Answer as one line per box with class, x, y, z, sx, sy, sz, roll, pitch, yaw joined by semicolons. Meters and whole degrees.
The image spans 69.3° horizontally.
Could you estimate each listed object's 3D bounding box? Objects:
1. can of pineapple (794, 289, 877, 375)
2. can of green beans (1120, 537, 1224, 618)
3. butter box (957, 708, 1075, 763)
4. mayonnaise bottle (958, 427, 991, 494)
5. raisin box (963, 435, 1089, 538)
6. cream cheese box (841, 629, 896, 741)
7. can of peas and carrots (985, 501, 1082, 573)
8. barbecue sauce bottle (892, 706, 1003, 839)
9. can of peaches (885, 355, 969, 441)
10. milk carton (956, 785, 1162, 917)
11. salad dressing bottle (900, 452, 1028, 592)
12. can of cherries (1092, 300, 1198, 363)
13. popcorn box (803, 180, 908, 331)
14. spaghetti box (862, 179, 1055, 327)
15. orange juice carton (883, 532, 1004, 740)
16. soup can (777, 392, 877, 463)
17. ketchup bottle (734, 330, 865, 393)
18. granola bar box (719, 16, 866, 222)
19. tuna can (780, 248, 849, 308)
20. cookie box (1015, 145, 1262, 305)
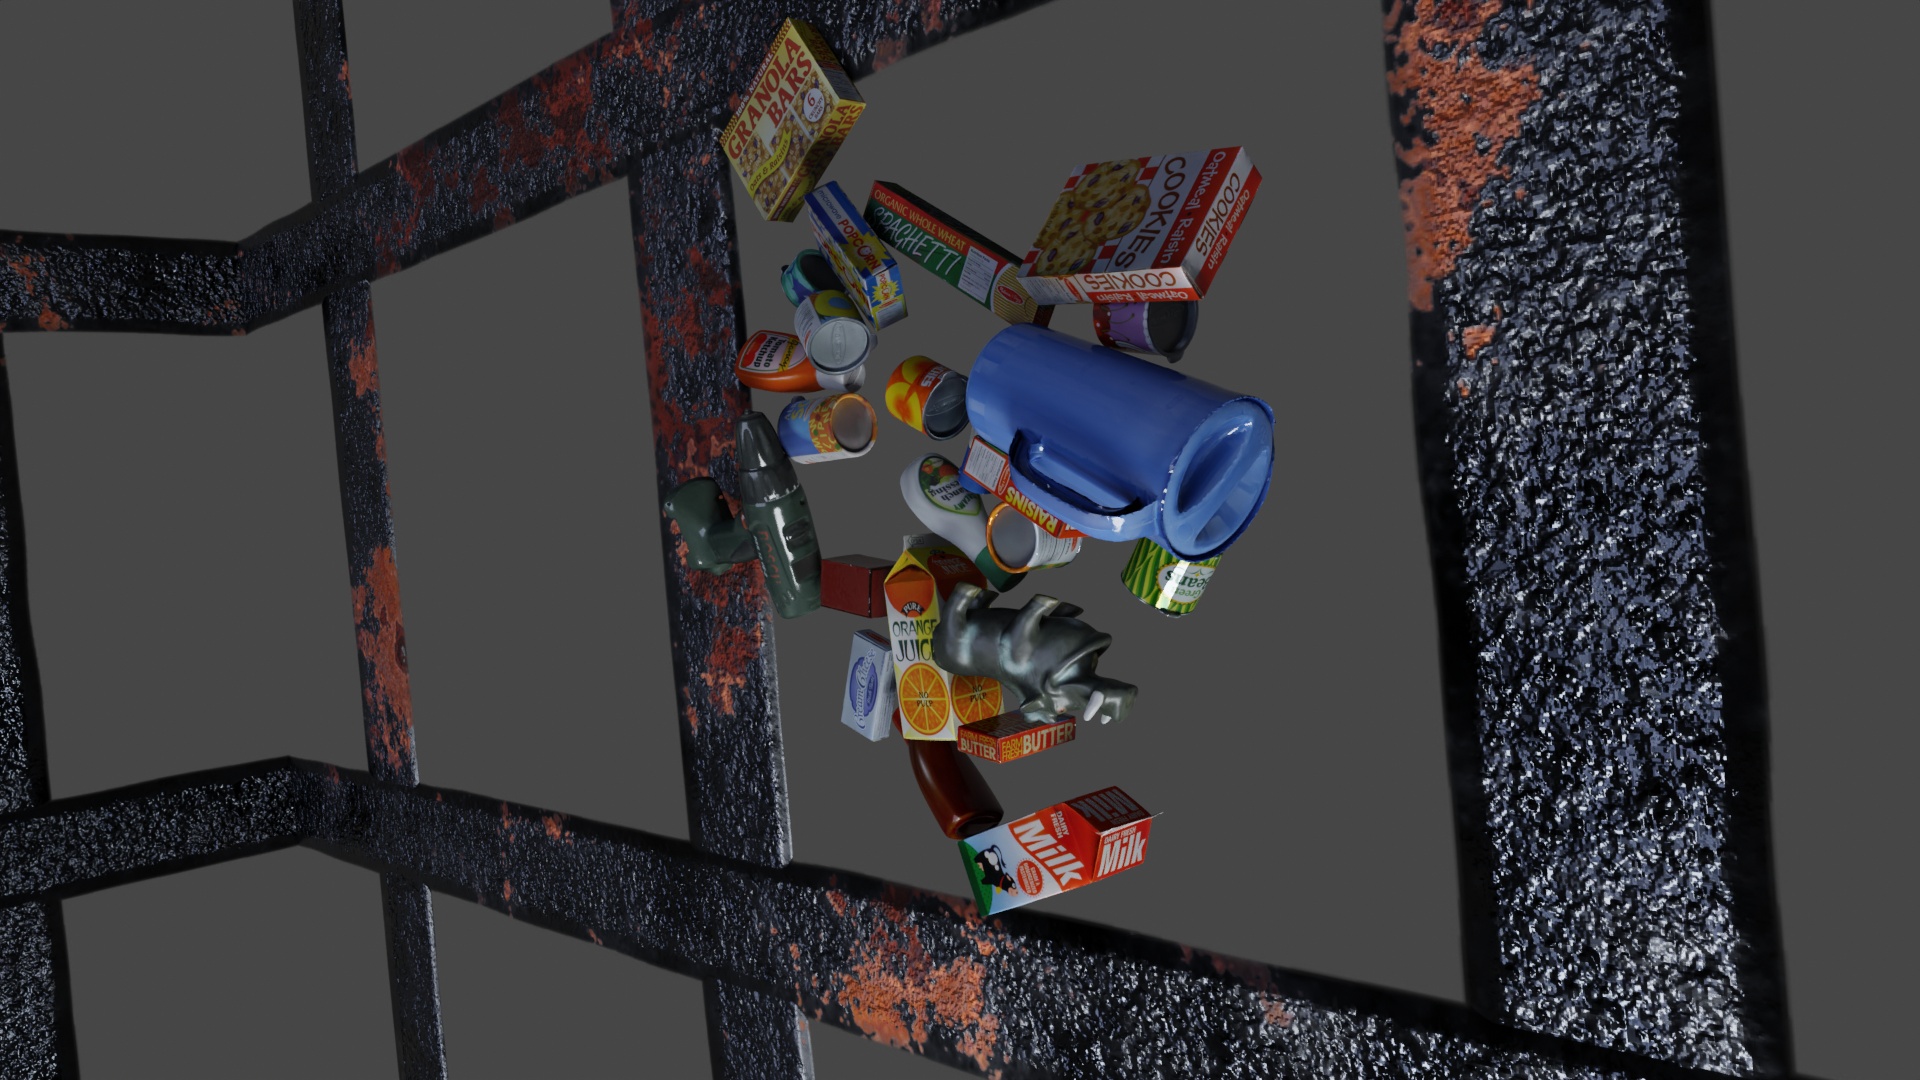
can of pineapple;-0.125;-0.206;1.373;0.070;0.071;0.058;-63;35;30
can of green beans;0.171;0.018;1.120;0.071;0.071;0.057;43;122;33
butter box;0.050;0.171;1.233;0.053;0.104;0.024;10;103;43
mayonnaise bottle;0.035;-0.113;1.249;0.041;0.065;0.147;19;117;1
raisin box;0.076;-0.048;1.194;0.123;0.086;0.040;38;118;37
cream cheese box;-0.092;0.149;1.430;0.053;0.024;0.103;24;111;42
can of peas and carrots;0.063;-0.006;1.232;0.071;0.059;0.071;6;99;45
barbecue sauce bottle;-0.018;0.218;1.340;0.149;0.065;0.043;55;127;37
can of peaches;-0.028;-0.136;1.303;0.058;0.071;0.071;31;116;39
milk carton;0.090;0.271;1.227;0.190;0.072;0.073;-31;72;43
salad dressing bottle;0.005;-0.016;1.292;0.148;0.064;0.043;49;140;20
can of cherries;0.149;-0.180;1.120;0.058;0.072;0.071;13;104;44
popcorn box;-0.102;-0.277;1.351;0.127;0.038;0.085;55;169;25
spaghetti box;-0.004;-0.267;1.290;0.251;0.029;0.050;39;121;35
orange juice carton;-0.017;0.088;1.314;0.073;0.072;0.192;-8;89;45
soup can;-0.136;-0.117;1.414;0.083;0.071;0.071;-4;92;45
ketchup bottle;-0.165;-0.181;1.446;0.149;0.043;0.065;14;67;36
granola bar box;-0.176;-0.432;1.438;0.164;0.039;0.124;-48;62;37
tuna can;-0.147;-0.263;1.408;0.032;0.071;0.071;-43;65;38
cookie box;0.140;-0.246;1.097;0.167;0.040;0.123;8;62;45
